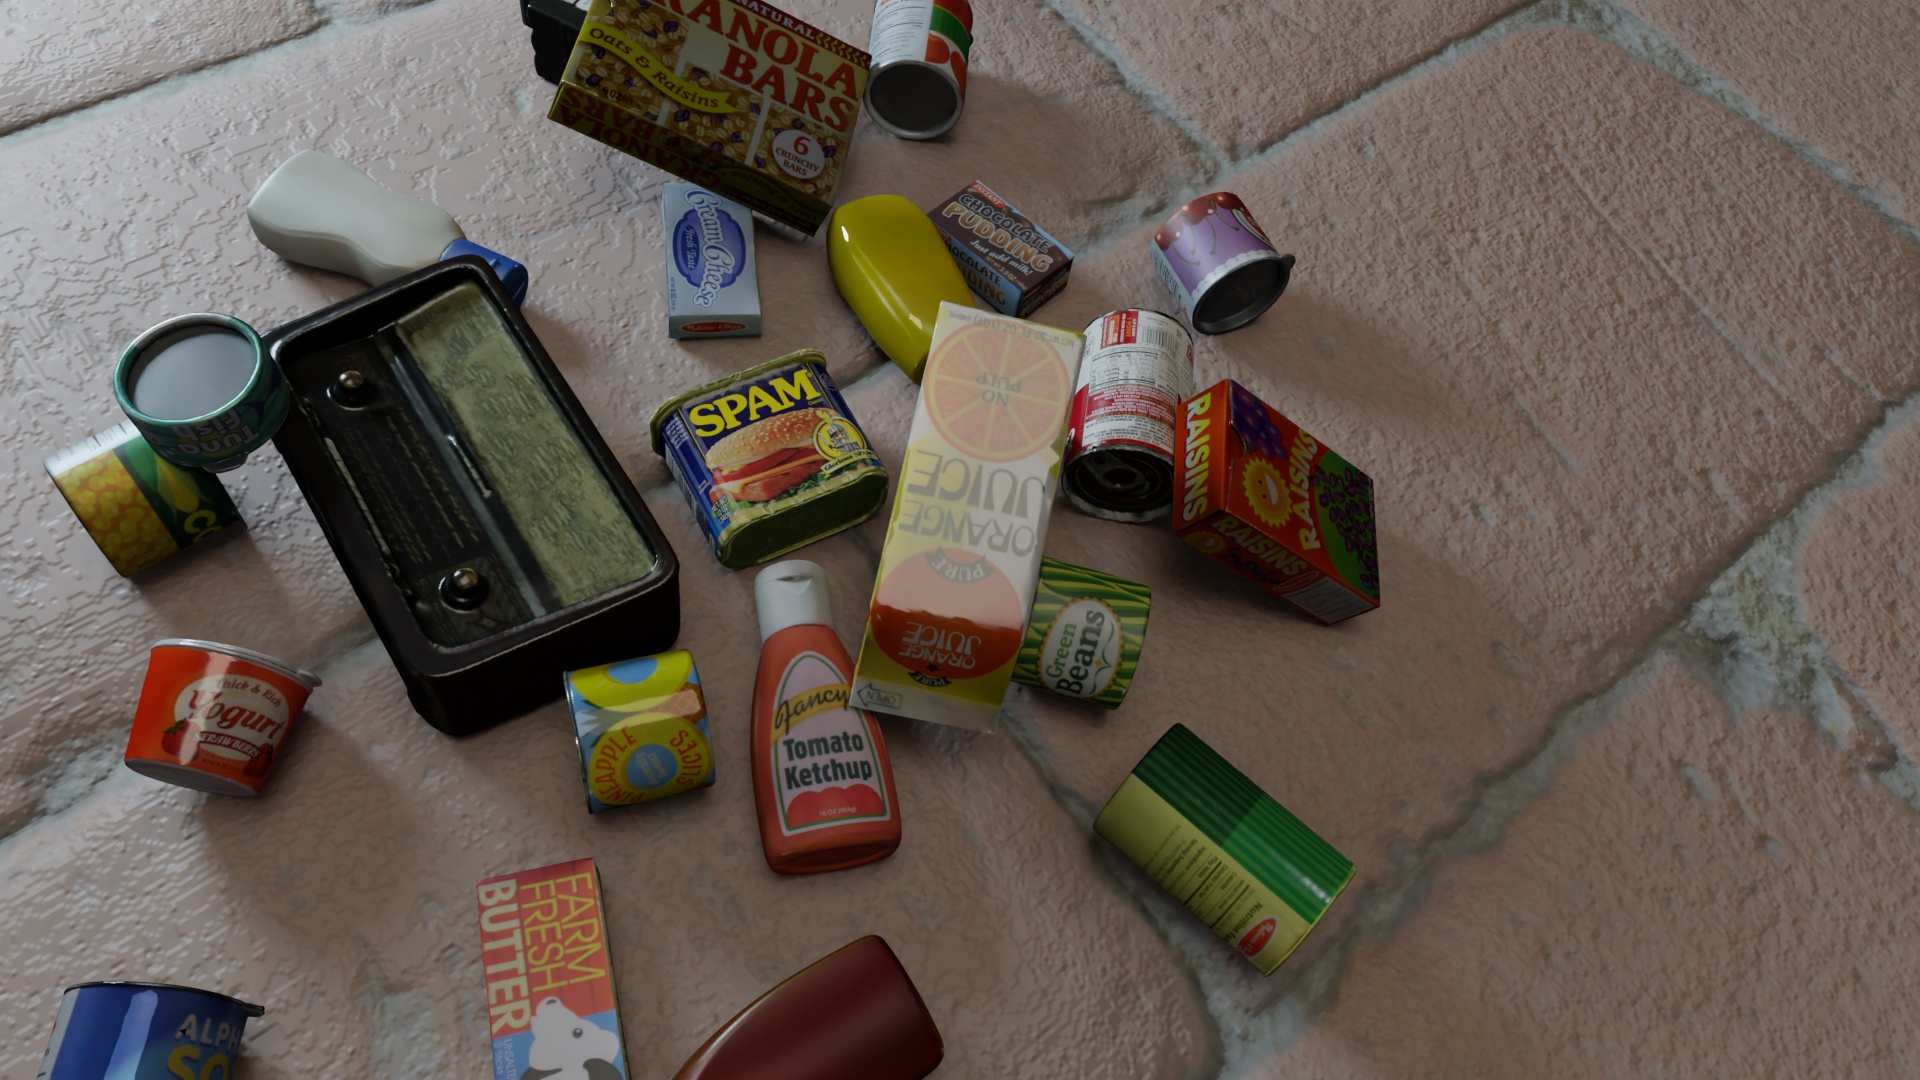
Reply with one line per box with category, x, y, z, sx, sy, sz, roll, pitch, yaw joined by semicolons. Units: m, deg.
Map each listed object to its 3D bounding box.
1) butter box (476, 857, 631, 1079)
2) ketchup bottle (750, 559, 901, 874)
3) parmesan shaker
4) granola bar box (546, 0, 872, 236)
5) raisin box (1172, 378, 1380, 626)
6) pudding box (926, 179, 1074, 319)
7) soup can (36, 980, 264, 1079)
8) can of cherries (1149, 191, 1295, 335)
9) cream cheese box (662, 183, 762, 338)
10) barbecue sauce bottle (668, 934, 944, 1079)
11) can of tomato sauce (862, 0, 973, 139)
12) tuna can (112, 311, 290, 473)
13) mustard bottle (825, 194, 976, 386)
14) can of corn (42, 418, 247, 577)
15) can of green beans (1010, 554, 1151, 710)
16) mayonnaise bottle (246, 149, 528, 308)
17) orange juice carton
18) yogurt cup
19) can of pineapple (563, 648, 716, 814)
butter box;-0.173;0.191;0.590;0.053;0.024;0.104;-9;61;-16
ketchup bottle;-0.072;0.081;0.665;0.065;0.043;0.149;-5;59;-15
parmesan shaker;0.123;0.140;0.644;0.103;0.071;0.071;40;61;15
granola bar box;-0.143;-0.269;0.821;0.165;0.039;0.125;21;61;-20
raisin box;0.168;-0.019;0.735;0.123;0.040;0.086;28;53;-29
pudding box;0.023;-0.177;0.849;0.084;0.030;0.050;42;60;16
soup can;-0.313;0.217;0.526;0.071;0.071;0.084;4;59;-7
can of cherries;0.159;-0.170;0.844;0.072;0.071;0.058;-17;62;-19
cream cheese box;-0.147;-0.165;0.816;0.053;0.024;0.104;-3;59;-13
barbecue sauce bottle;-0.084;0.226;0.573;0.149;0.043;0.065;-25;65;-22
can of tomato sauce;-0.026;-0.313;0.905;0.071;0.070;0.083;7;58;-5
tuna can;-0.346;-0.068;0.635;0.071;0.032;0.071;2;60;-3
mustard bottle;-0.023;-0.129;0.800;0.065;0.048;0.161;-17;63;-25
can of corn;-0.388;-0.022;0.664;0.058;0.070;0.071;-34;69;-25
can of green beans;0.059;0.046;0.694;0.058;0.071;0.071;16;57;0
mayonnaise bottle;-0.317;-0.166;0.779;0.148;0.041;0.065;24;59;4
orange juice carton;0.002;-0.008;0.662;0.072;0.073;0.193;13;79;-3
yogurt cup;-0.329;0.080;0.612;0.072;0.072;0.054;10;66;-3
can of pineapple;-0.146;0.087;0.634;0.058;0.070;0.071;-11;61;-16
